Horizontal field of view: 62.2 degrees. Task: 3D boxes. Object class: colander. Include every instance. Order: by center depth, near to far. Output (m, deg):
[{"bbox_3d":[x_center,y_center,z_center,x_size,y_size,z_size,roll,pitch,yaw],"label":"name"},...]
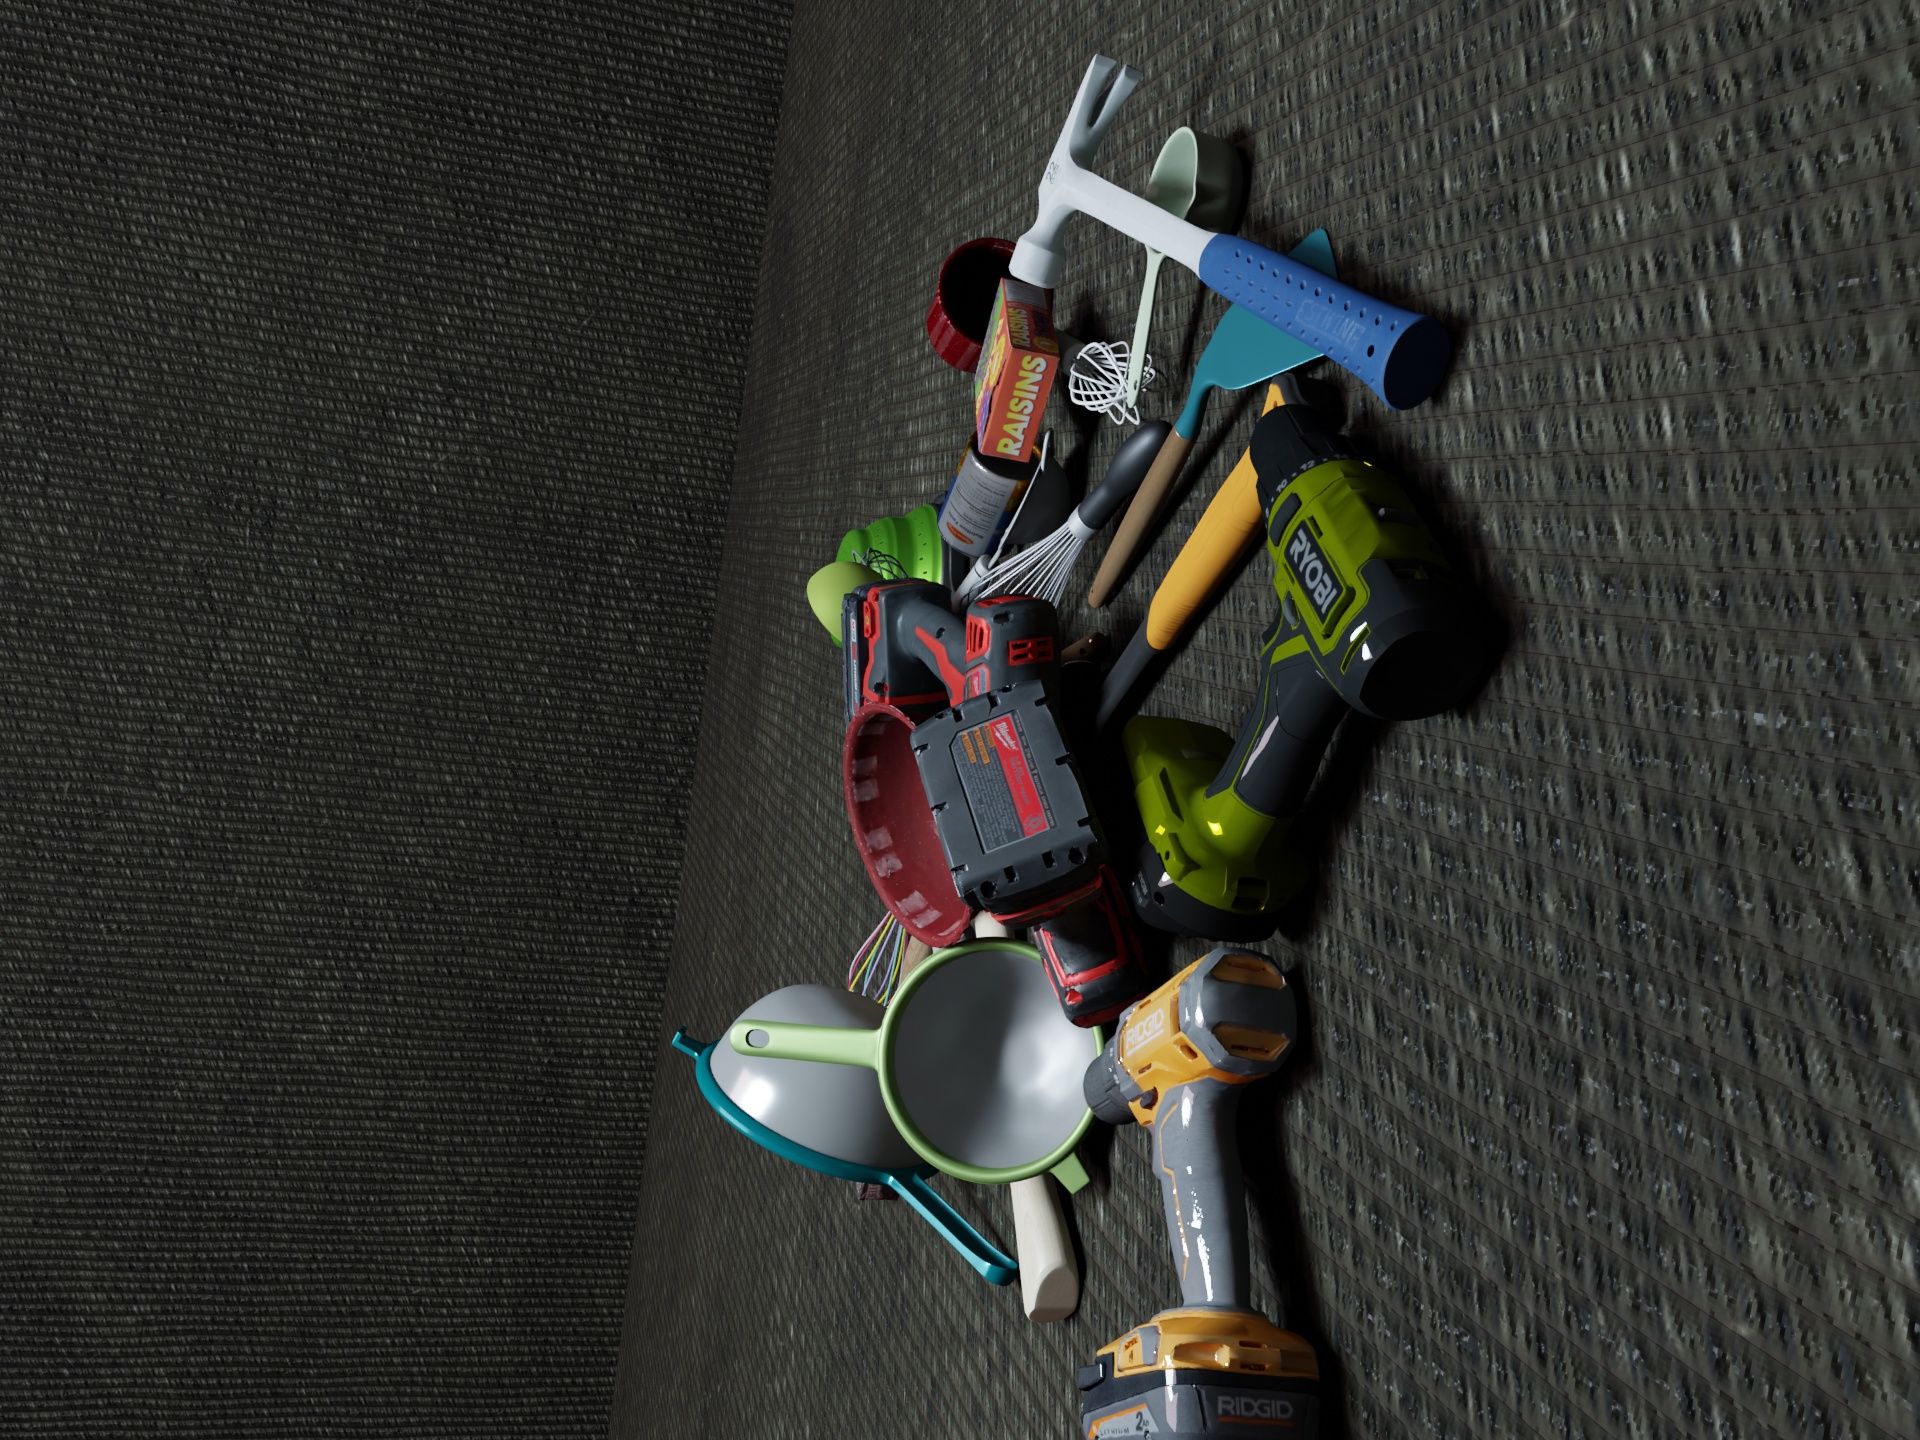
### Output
[{"bbox_3d":[-0.046,-0.103,1.406,0.397,0.094,0.204,-145,63,-72],"label":"colander"}]

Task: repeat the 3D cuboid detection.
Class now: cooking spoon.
[{"bbox_3d":[0.018,-0.006,1.193,0.069,0.017,0.319,53,146,-3],"label":"cooking spoon"}]

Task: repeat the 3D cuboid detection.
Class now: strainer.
[{"bbox_3d":[-0.022,0.214,1.031,0.069,0.256,0.151,27,-115,-69],"label":"strainer"},{"bbox_3d":[-0.055,0.289,1.201,0.341,0.210,0.095,30,101,47],"label":"strainer"},{"bbox_3d":[0.027,-0.121,1.210,0.258,0.050,0.087,-52,9,45],"label":"strainer"}]

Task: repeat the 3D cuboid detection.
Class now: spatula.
[{"bbox_3d":[0.137,-0.154,0.947,0.317,0.044,0.082,115,157,-58],"label":"spatula"}]

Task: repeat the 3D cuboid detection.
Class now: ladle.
[{"bbox_3d":[-0.061,0.027,1.255,0.078,0.062,0.320,-56,-39,-59],"label":"ladle"}]

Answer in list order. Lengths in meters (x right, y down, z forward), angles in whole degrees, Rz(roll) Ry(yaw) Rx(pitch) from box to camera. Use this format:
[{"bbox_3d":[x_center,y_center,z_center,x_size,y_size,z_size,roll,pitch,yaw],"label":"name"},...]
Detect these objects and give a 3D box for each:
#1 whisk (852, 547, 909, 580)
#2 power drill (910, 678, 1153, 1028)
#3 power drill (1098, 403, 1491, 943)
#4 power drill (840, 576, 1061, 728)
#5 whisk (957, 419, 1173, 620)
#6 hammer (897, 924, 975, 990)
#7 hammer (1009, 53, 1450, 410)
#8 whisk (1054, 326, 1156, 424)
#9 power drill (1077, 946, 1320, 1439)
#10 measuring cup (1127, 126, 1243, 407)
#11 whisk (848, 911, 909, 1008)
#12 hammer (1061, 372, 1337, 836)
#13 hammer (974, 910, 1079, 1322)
[{"bbox_3d":[-0.047,-0.045,1.323,0.055,0.055,0.238,-105,-3,-51],"label":"whisk"},{"bbox_3d":[0.048,0.075,0.891,0.219,0.078,0.143,60,-170,-58],"label":"power drill"},{"bbox_3d":[0.148,-0.023,0.764,0.191,0.080,0.228,-104,29,-47],"label":"power drill"},{"bbox_3d":[-0.002,-0.003,1.095,0.227,0.080,0.188,24,119,60],"label":"power drill"},{"bbox_3d":[0.073,-0.120,1.095,0.284,0.070,0.070,133,141,-54],"label":"whisk"},{"bbox_3d":[-0.029,0.178,1.244,0.331,0.031,0.130,103,161,-59],"label":"hammer"},{"bbox_3d":[0.134,-0.261,0.866,0.406,0.035,0.144,54,129,54],"label":"hammer"},{"bbox_3d":[0.086,-0.250,1.118,0.059,0.058,0.246,60,-178,-23],"label":"whisk"},{"bbox_3d":[0.106,0.245,0.794,0.185,0.084,0.226,125,152,-59],"label":"power drill"},{"bbox_3d":[0.135,-0.273,0.975,0.083,0.038,0.167,-125,42,-66],"label":"measuring cup"},{"bbox_3d":[-0.056,0.174,1.424,0.051,0.047,0.244,-108,32,-57],"label":"whisk"},{"bbox_3d":[0.127,-0.065,0.921,0.336,0.034,0.127,118,154,-51],"label":"hammer"},{"bbox_3d":[0.031,0.219,1.127,0.146,0.038,0.411,113,157,-46],"label":"hammer"}]
